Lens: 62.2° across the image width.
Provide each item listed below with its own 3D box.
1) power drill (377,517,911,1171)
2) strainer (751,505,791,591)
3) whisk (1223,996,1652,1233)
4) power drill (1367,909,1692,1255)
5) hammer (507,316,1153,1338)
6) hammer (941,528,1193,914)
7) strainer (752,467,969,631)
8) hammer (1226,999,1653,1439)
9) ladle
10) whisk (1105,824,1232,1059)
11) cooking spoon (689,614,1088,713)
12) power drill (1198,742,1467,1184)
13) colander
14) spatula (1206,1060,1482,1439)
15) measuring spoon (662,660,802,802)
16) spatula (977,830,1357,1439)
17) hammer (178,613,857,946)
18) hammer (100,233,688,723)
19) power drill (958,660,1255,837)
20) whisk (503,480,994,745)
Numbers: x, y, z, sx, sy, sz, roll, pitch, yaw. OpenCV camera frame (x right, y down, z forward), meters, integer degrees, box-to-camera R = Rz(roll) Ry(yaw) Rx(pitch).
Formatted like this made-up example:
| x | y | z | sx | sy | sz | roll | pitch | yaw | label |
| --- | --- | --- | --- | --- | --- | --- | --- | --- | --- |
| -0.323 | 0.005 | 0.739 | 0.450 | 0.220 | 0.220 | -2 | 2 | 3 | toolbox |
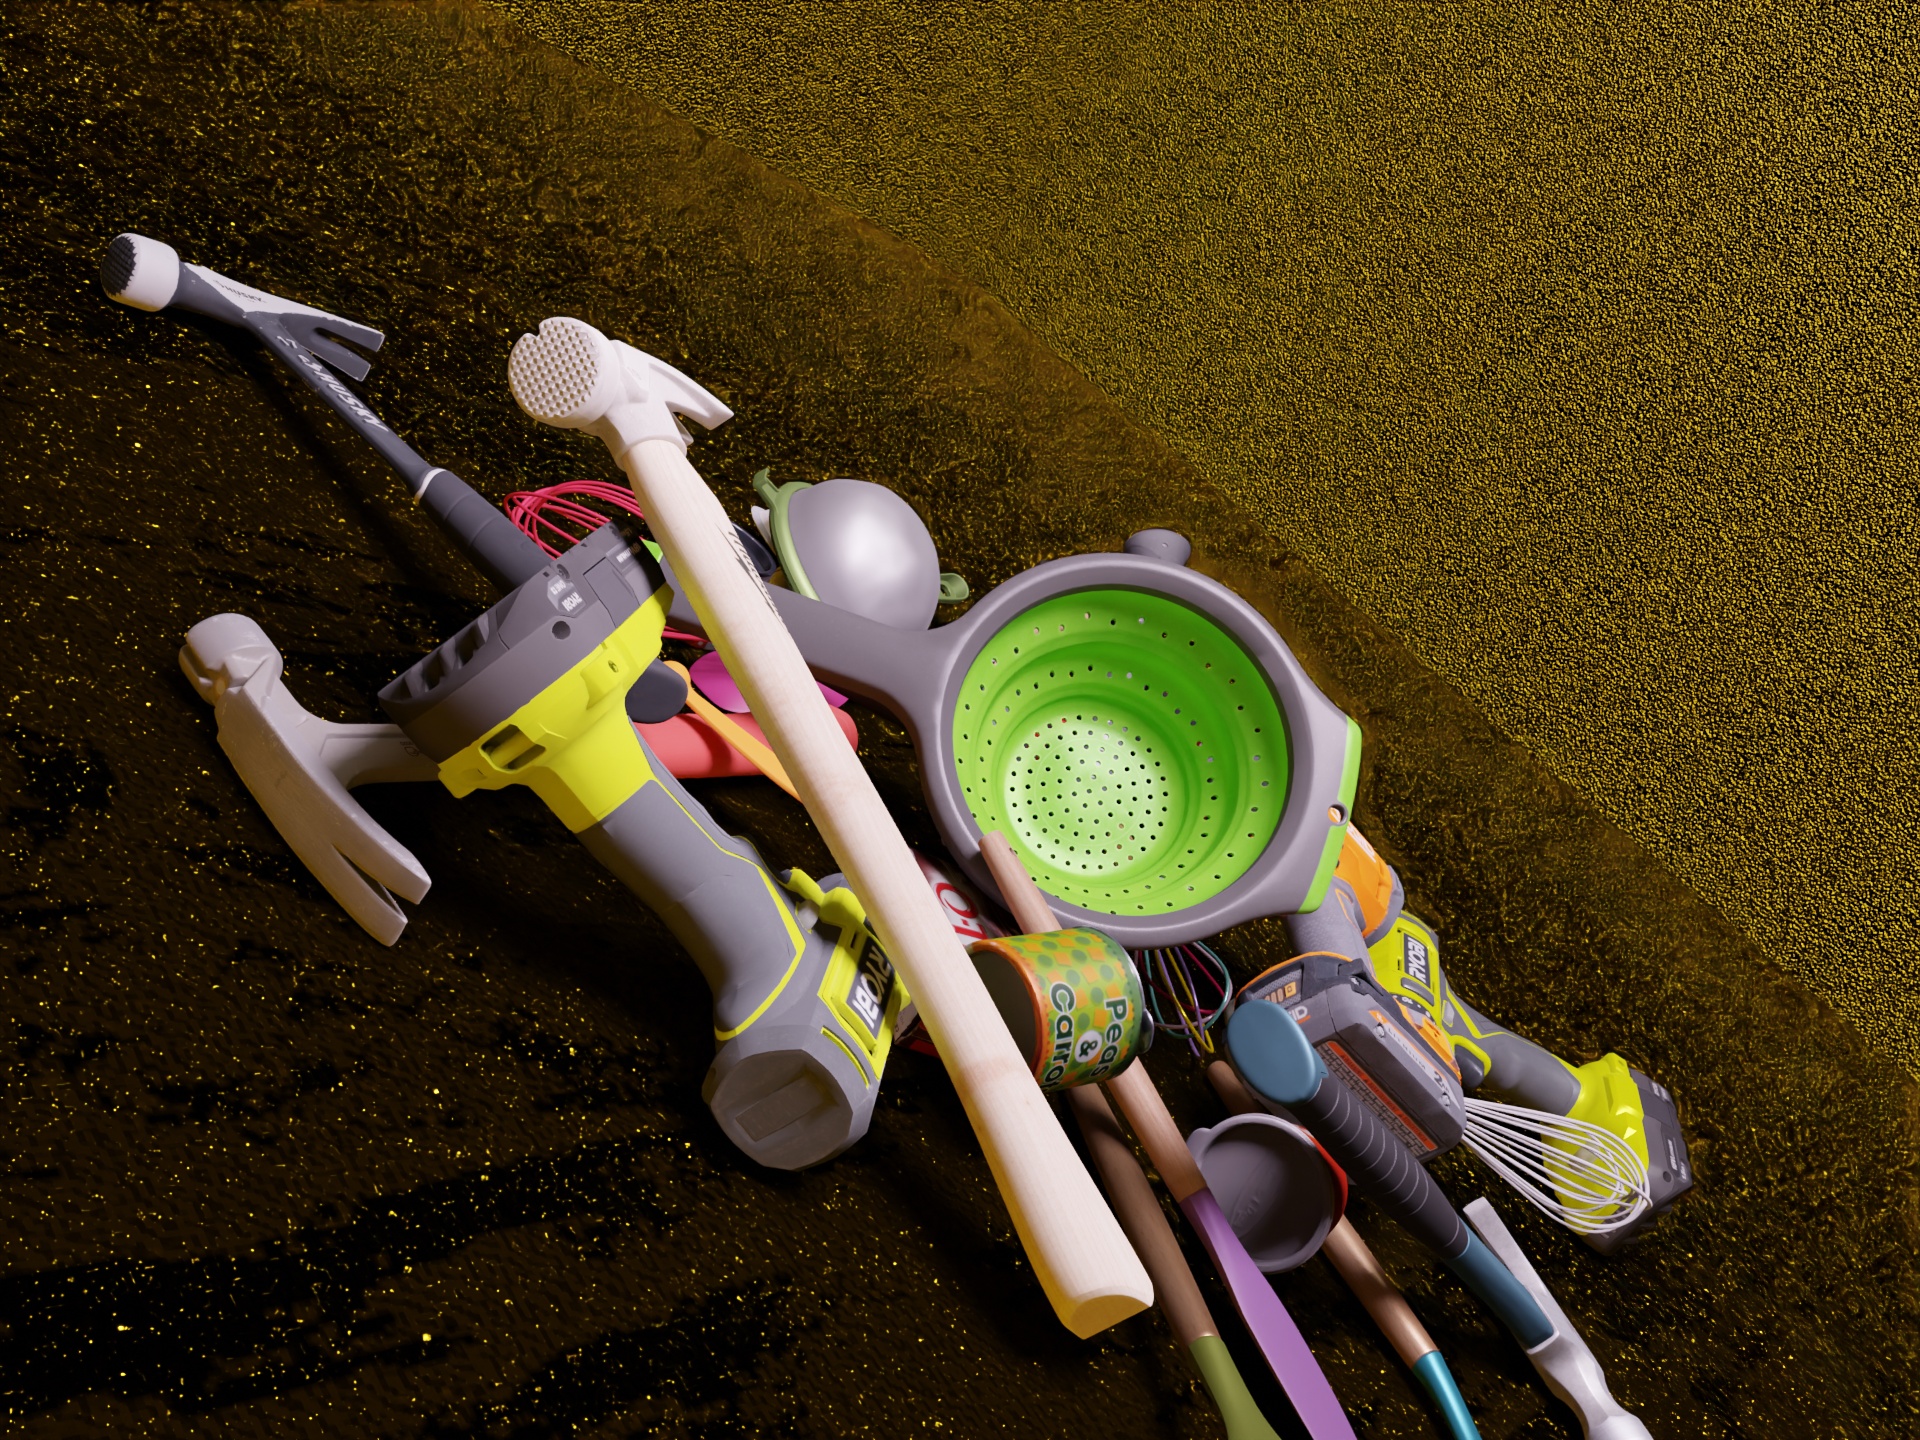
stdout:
| x | y | z | sx | sy | sz | roll | pitch | yaw | label |
| --- | --- | --- | --- | --- | --- | --- | --- | --- | --- |
| -0.101 | 0.041 | 0.610 | 0.223 | 0.080 | 0.171 | 54 | 16 | -13 | power drill |
| -0.113 | -0.095 | 1.054 | 0.086 | 0.050 | 0.259 | 47 | 19 | -16 | strainer |
| 0.262 | 0.214 | 0.887 | 0.246 | 0.058 | 0.059 | 23 | -19 | 16 | whisk |
| 0.337 | 0.231 | 1.003 | 0.228 | 0.080 | 0.191 | 34 | 26 | 0 | power drill |
| -0.038 | 0.038 | 0.612 | 0.411 | 0.038 | 0.146 | 61 | 11 | 6 | hammer |
| 0.102 | -0.013 | 0.981 | 0.146 | 0.035 | 0.335 | 24 | 44 | -1 | hammer |
| -0.033 | -0.107 | 1.099 | 0.151 | 0.069 | 0.256 | 64 | 23 | 9 | strainer |
| 0.213 | 0.225 | 0.715 | 0.330 | 0.033 | 0.128 | 47 | 10 | -34 | hammer |
| 0.079 | 0.232 | 0.611 | 0.078 | 0.062 | 0.320 | 23 | 15 | -20 | ladle |
| 0.112 | 0.116 | 0.937 | 0.047 | 0.051 | 0.245 | 25 | 18 | -16 | whisk |
| -0.028 | -0.044 | 0.974 | 0.319 | 0.017 | 0.069 | -13 | 46 | -44 | cooking spoon |
| 0.185 | 0.113 | 0.852 | 0.164 | 0.084 | 0.227 | 45 | 26 | -24 | power drill |
| -0.001 | -0.003 | 0.818 | 0.397 | 0.205 | 0.094 | 19 | -20 | -1 | colander |
| 0.208 | 0.268 | 0.734 | 0.082 | 0.044 | 0.318 | 45 | 6 | -43 | spatula |
| -0.098 | 0.008 | 0.748 | 0.117 | 0.011 | 0.021 | 39 | 19 | 8 | measuring spoon |
| 0.087 | 0.180 | 0.681 | 0.316 | 0.018 | 0.059 | 59 | 14 | 23 | spatula |
| -0.151 | 0.018 | 0.709 | 0.149 | 0.036 | 0.359 | 44 | 20 | 22 | hammer |
| -0.267 | -0.122 | 0.786 | 0.409 | 0.036 | 0.149 | 40 | 16 | 28 | hammer |
| 0.083 | 0.013 | 1.035 | 0.219 | 0.078 | 0.143 | 13 | 25 | -21 | power drill |
| -0.110 | -0.049 | 0.861 | 0.295 | 0.073 | 0.073 | 26 | 20 | -11 | whisk |
